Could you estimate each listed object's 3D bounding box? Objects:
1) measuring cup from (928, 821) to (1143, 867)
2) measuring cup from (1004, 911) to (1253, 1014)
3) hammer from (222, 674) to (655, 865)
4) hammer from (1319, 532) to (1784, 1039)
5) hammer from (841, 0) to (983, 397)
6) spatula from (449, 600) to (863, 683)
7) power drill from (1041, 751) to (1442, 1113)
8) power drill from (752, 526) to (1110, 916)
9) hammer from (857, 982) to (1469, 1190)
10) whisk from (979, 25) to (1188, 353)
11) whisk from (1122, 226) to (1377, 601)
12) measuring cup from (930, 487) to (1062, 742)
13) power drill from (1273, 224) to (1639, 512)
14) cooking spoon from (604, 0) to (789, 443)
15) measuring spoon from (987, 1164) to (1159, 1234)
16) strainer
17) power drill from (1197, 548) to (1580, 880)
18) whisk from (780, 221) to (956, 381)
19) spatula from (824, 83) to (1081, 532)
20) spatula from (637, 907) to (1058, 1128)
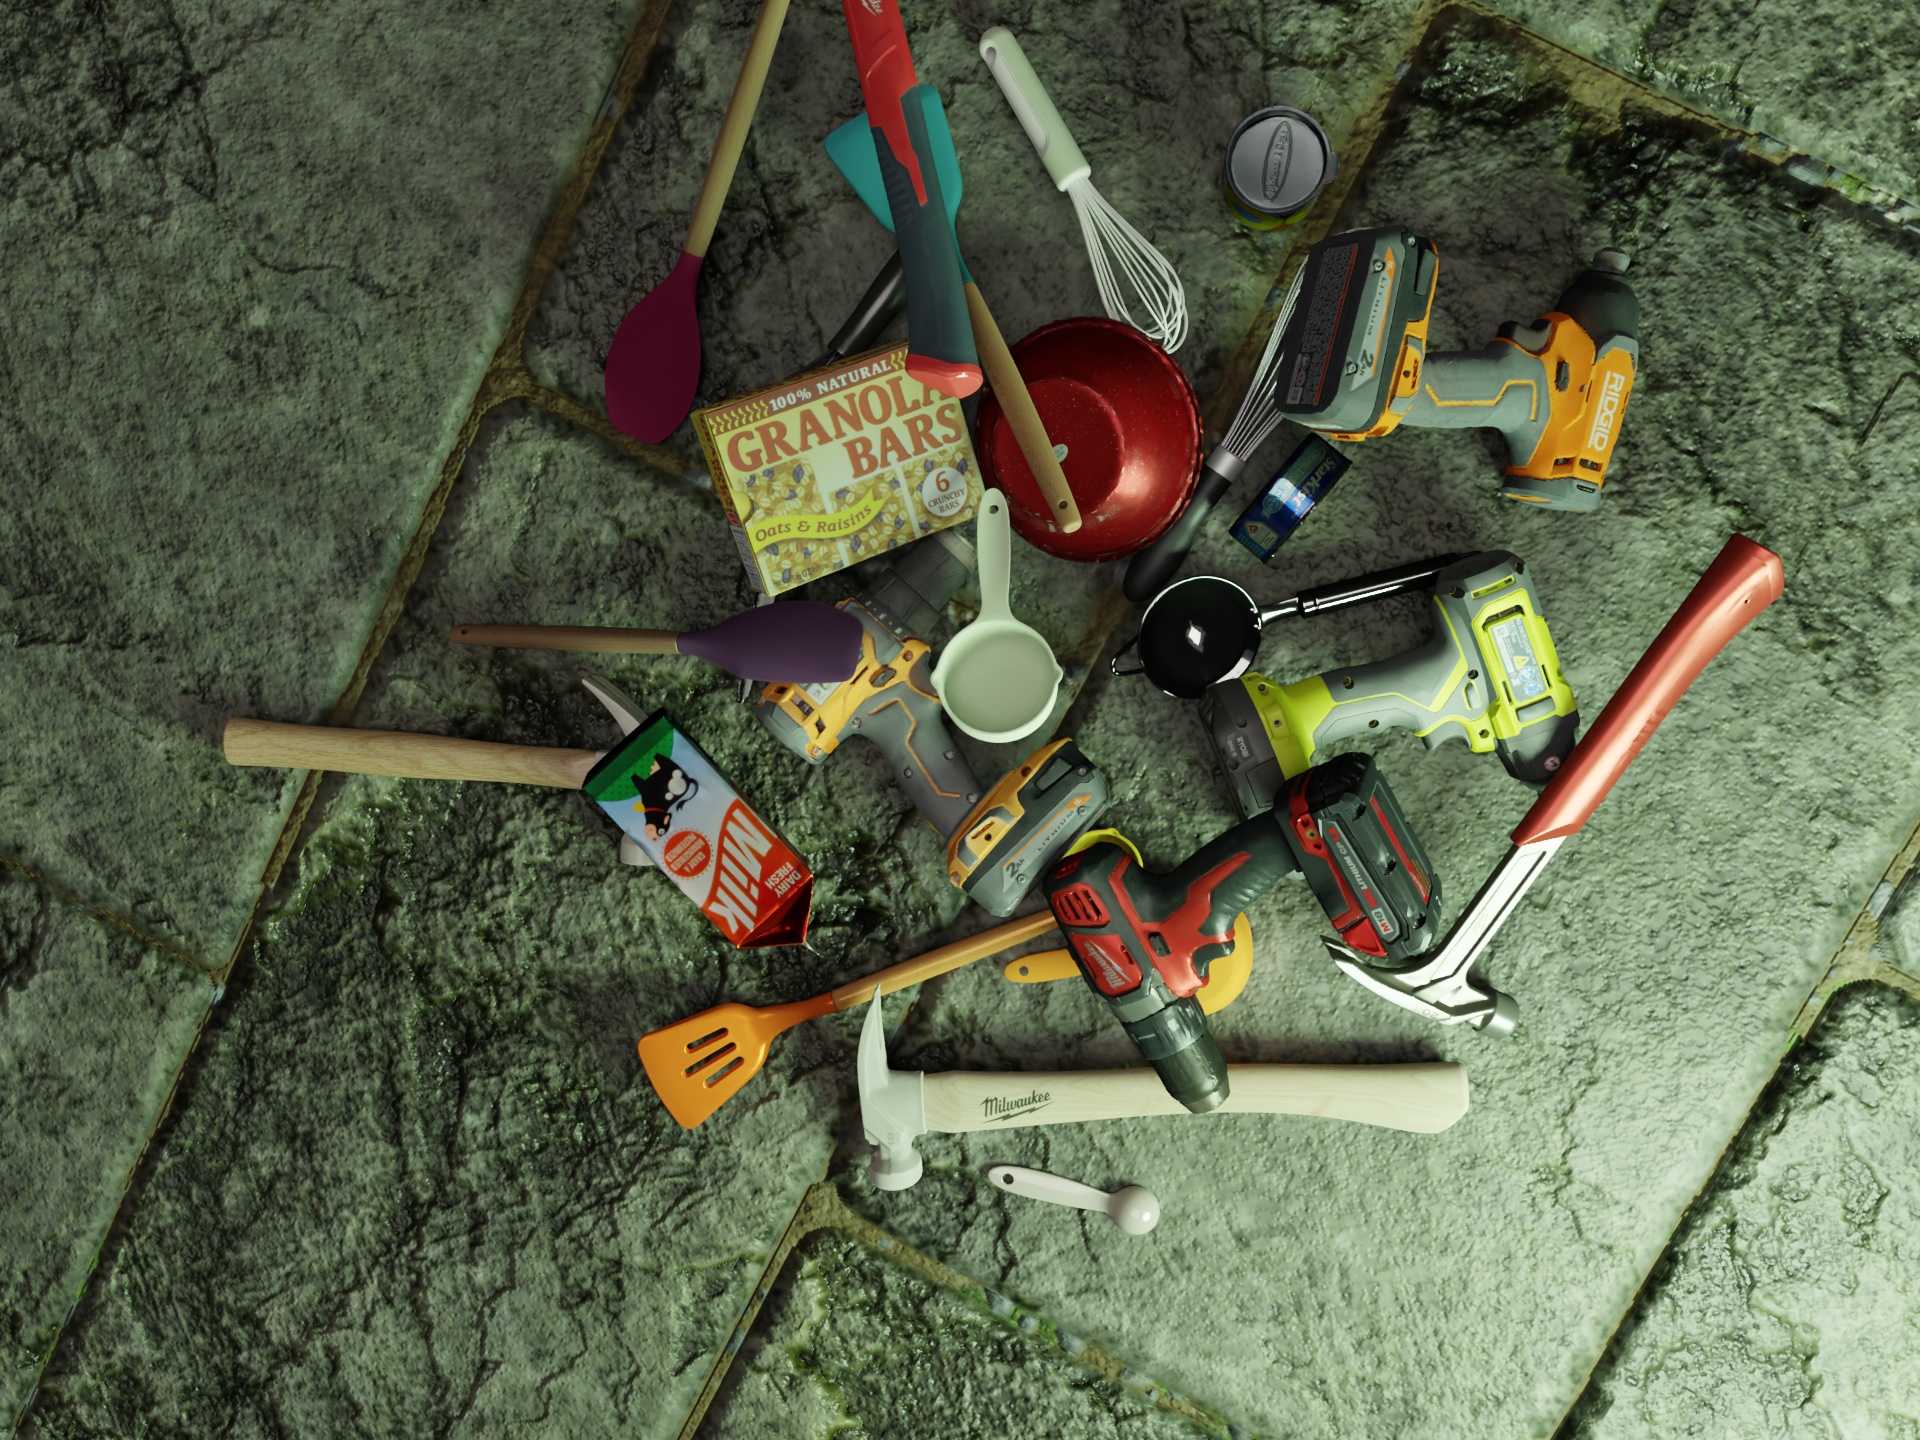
[{"bbox_3d":[0.052,0.090,1.102,0.156,0.029,0.062,17,89,17],"label":"measuring cup"},{"bbox_3d":[0.113,0.164,1.082,0.173,0.052,0.095,-10,94,6],"label":"measuring cup"},{"bbox_3d":[-0.369,0.024,1.140,0.331,0.031,0.130,5,96,7],"label":"hammer"},{"bbox_3d":[0.381,0.039,0.999,0.149,0.037,0.359,25,108,-18],"label":"hammer"},{"bbox_3d":[-0.027,-0.390,1.005,0.143,0.038,0.386,-15,77,8],"label":"hammer"},{"bbox_3d":[-0.214,-0.056,1.090,0.316,0.018,0.060,2,70,19],"label":"spatula"},{"bbox_3d":[0.181,0.137,0.989,0.226,0.080,0.188,-27,96,27],"label":"power drill"},{"bbox_3d":[-0.002,-0.003,1.063,0.226,0.084,0.185,42,91,11],"label":"power drill"},{"bbox_3d":[0.134,0.245,1.087,0.410,0.038,0.146,-3,107,5],"label":"hammer"},{"bbox_3d":[0.078,-0.348,1.044,0.059,0.058,0.246,-28,87,-26],"label":"whisk"},{"bbox_3d":[0.193,-0.194,1.039,0.070,0.070,0.284,35,103,3],"label":"whisk"},{"bbox_3d":[0.024,-0.066,1.019,0.083,0.038,0.168,-3,72,6],"label":"measuring cup"},{"bbox_3d":[0.318,-0.230,0.975,0.226,0.084,0.164,11,97,-23],"label":"power drill"},{"bbox_3d":[-0.169,-0.336,1.061,0.069,0.017,0.318,26,110,7],"label":"cooking spoon"},{"bbox_3d":[0.079,0.337,1.121,0.124,0.018,0.034,12,97,6],"label":"measuring spoon"},{"bbox_3d":[0.221,-0.075,1.054,0.258,0.050,0.086,-14,115,2],"label":"strainer"},{"bbox_3d":[0.283,0.009,1.034,0.223,0.080,0.171,-23,103,5],"label":"power drill"},{"bbox_3d":[-0.081,-0.246,1.061,0.055,0.055,0.239,38,88,2],"label":"whisk"},{"bbox_3d":[0.007,-0.256,1.004,0.082,0.044,0.318,-25,71,7],"label":"spatula"},{"bbox_3d":[-0.066,0.193,1.114,0.322,0.041,0.081,-22,107,7],"label":"spatula"}]
